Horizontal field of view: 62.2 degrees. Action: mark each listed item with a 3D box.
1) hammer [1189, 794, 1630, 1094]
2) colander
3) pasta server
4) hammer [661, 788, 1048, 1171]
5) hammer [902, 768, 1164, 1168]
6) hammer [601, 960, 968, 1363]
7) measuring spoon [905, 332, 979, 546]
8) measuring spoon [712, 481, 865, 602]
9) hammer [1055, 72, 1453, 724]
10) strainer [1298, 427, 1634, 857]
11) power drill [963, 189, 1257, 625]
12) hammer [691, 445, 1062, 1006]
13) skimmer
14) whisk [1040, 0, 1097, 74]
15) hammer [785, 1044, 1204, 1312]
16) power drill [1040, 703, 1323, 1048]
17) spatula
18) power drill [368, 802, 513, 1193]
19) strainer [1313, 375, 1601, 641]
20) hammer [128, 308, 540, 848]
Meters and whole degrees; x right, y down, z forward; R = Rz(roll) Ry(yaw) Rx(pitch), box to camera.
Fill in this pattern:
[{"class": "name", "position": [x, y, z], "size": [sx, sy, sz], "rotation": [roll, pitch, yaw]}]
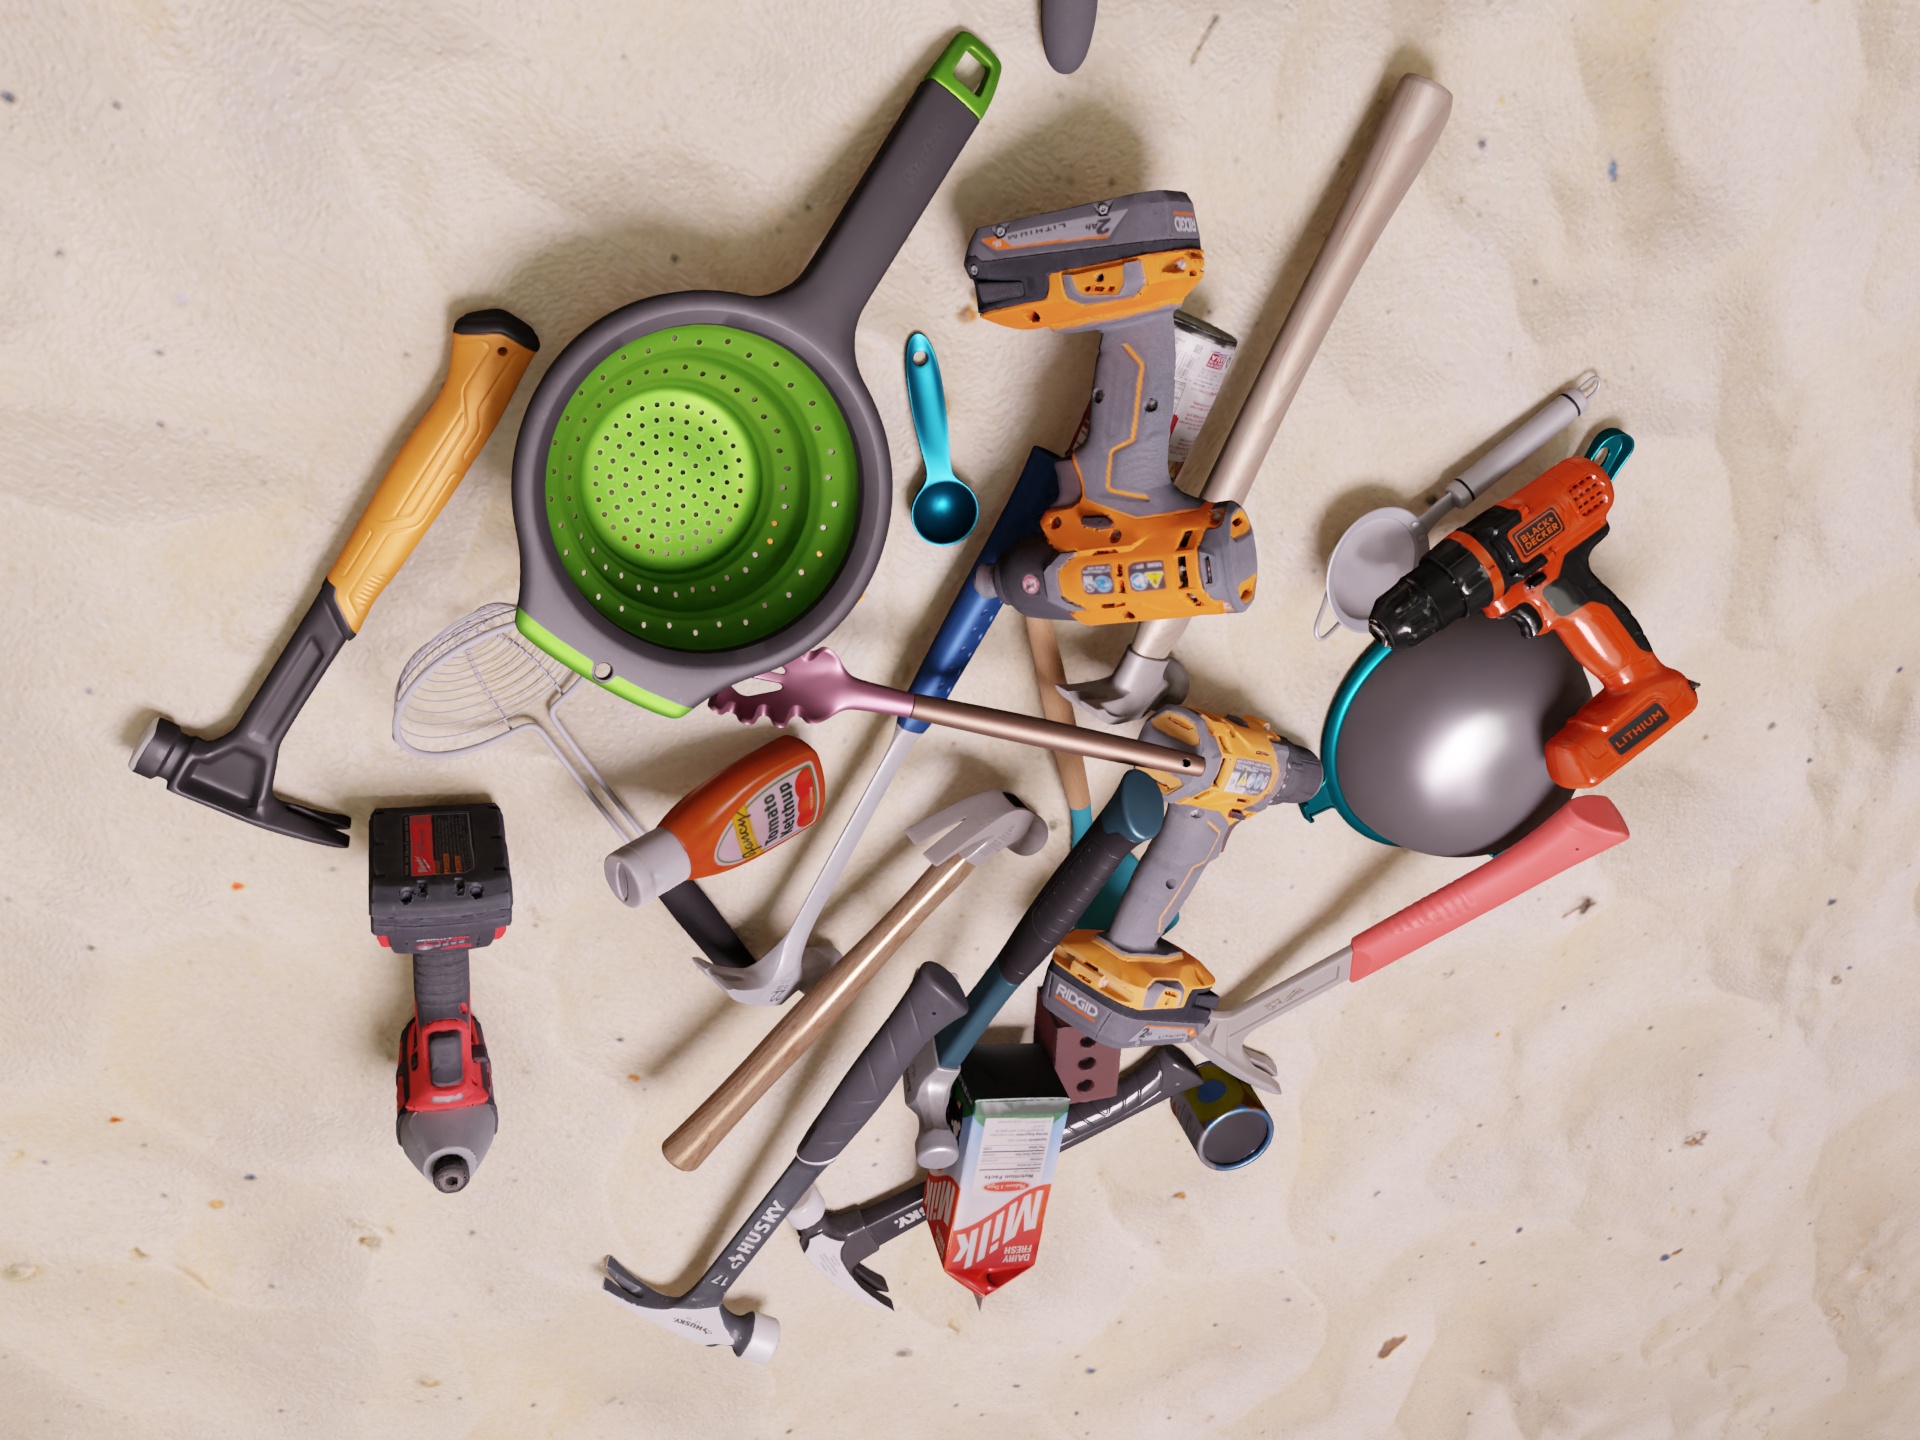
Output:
[{"class": "hammer", "position": [0.322, 0.163, 1.161], "size": [0.359, 0.037, 0.149], "rotation": [-36, 124, 28]}, {"class": "colander", "position": [-0.104, -0.197, 0.869], "size": [0.204, 0.095, 0.397], "rotation": [33, 87, -28]}, {"class": "pasta server", "position": [-0.001, -0.003, 0.941], "size": [0.316, 0.040, 0.060], "rotation": [12, 89, -11]}, {"class": "hammer", "position": [-0.077, 0.171, 1.046], "size": [0.331, 0.031, 0.130], "rotation": [-47, 156, 3]}, {"class": "hammer", "position": [0.040, 0.155, 1.043], "size": [0.033, 0.128, 0.331], "rotation": [13, 131, -24]}, {"class": "hammer", "position": [-0.115, 0.316, 1.131], "size": [0.149, 0.036, 0.408], "rotation": [25, 118, -17]}, {"class": "measuring spoon", "position": [-0.018, -0.168, 0.948], "size": [0.042, 0.021, 0.128], "rotation": [-13, 112, -9]}, {"class": "measuring spoon", "position": [-0.103, -0.107, 0.957], "size": [0.116, 0.011, 0.021], "rotation": [37, 103, -27]}, {"class": "hammer", "position": [0.177, -0.182, 0.950], "size": [0.146, 0.038, 0.410], "rotation": [-9, 127, -62]}, {"class": "strainer", "position": [0.393, -0.032, 1.103], "size": [0.211, 0.095, 0.340], "rotation": [12, 116, -23]}, {"class": "power drill", "position": [0.069, -0.164, 0.884], "size": [0.164, 0.084, 0.226], "rotation": [-4, 103, 27]}, {"class": "hammer", "position": [-0.039, 0.014, 1.002], "size": [0.144, 0.035, 0.405], "rotation": [4, 119, -60]}, {"class": "skimmer", "position": [-0.207, 0.072, 0.975], "size": [0.127, 0.090, 0.362], "rotation": [-34, 124, -5]}, {"class": "whisk", "position": [0.062, -0.467, 0.780], "size": [0.070, 0.070, 0.284], "rotation": [-7, 125, -14]}, {"class": "hammer", "position": [0.037, 0.347, 1.242], "size": [0.335, 0.035, 0.146], "rotation": [-27, 122, -2]}, {"class": "power drill", "position": [0.161, 0.103, 1.082], "size": [0.185, 0.084, 0.226], "rotation": [9, 105, -49]}, {"class": "spatula", "position": [0.083, 0.041, 1.064], "size": [0.082, 0.044, 0.317], "rotation": [-30, 131, -16]}, {"class": "power drill", "position": [-0.315, 0.172, 0.969], "size": [0.078, 0.143, 0.219], "rotation": [-2, 117, -19]}, {"class": "strainer", "position": [0.323, -0.144, 1.051], "size": [0.258, 0.050, 0.086], "rotation": [-39, 125, -1]}, {"class": "hammer", "position": [-0.326, -0.078, 0.887], "size": [0.127, 0.034, 0.337], "rotation": [29, 107, -28]}]
